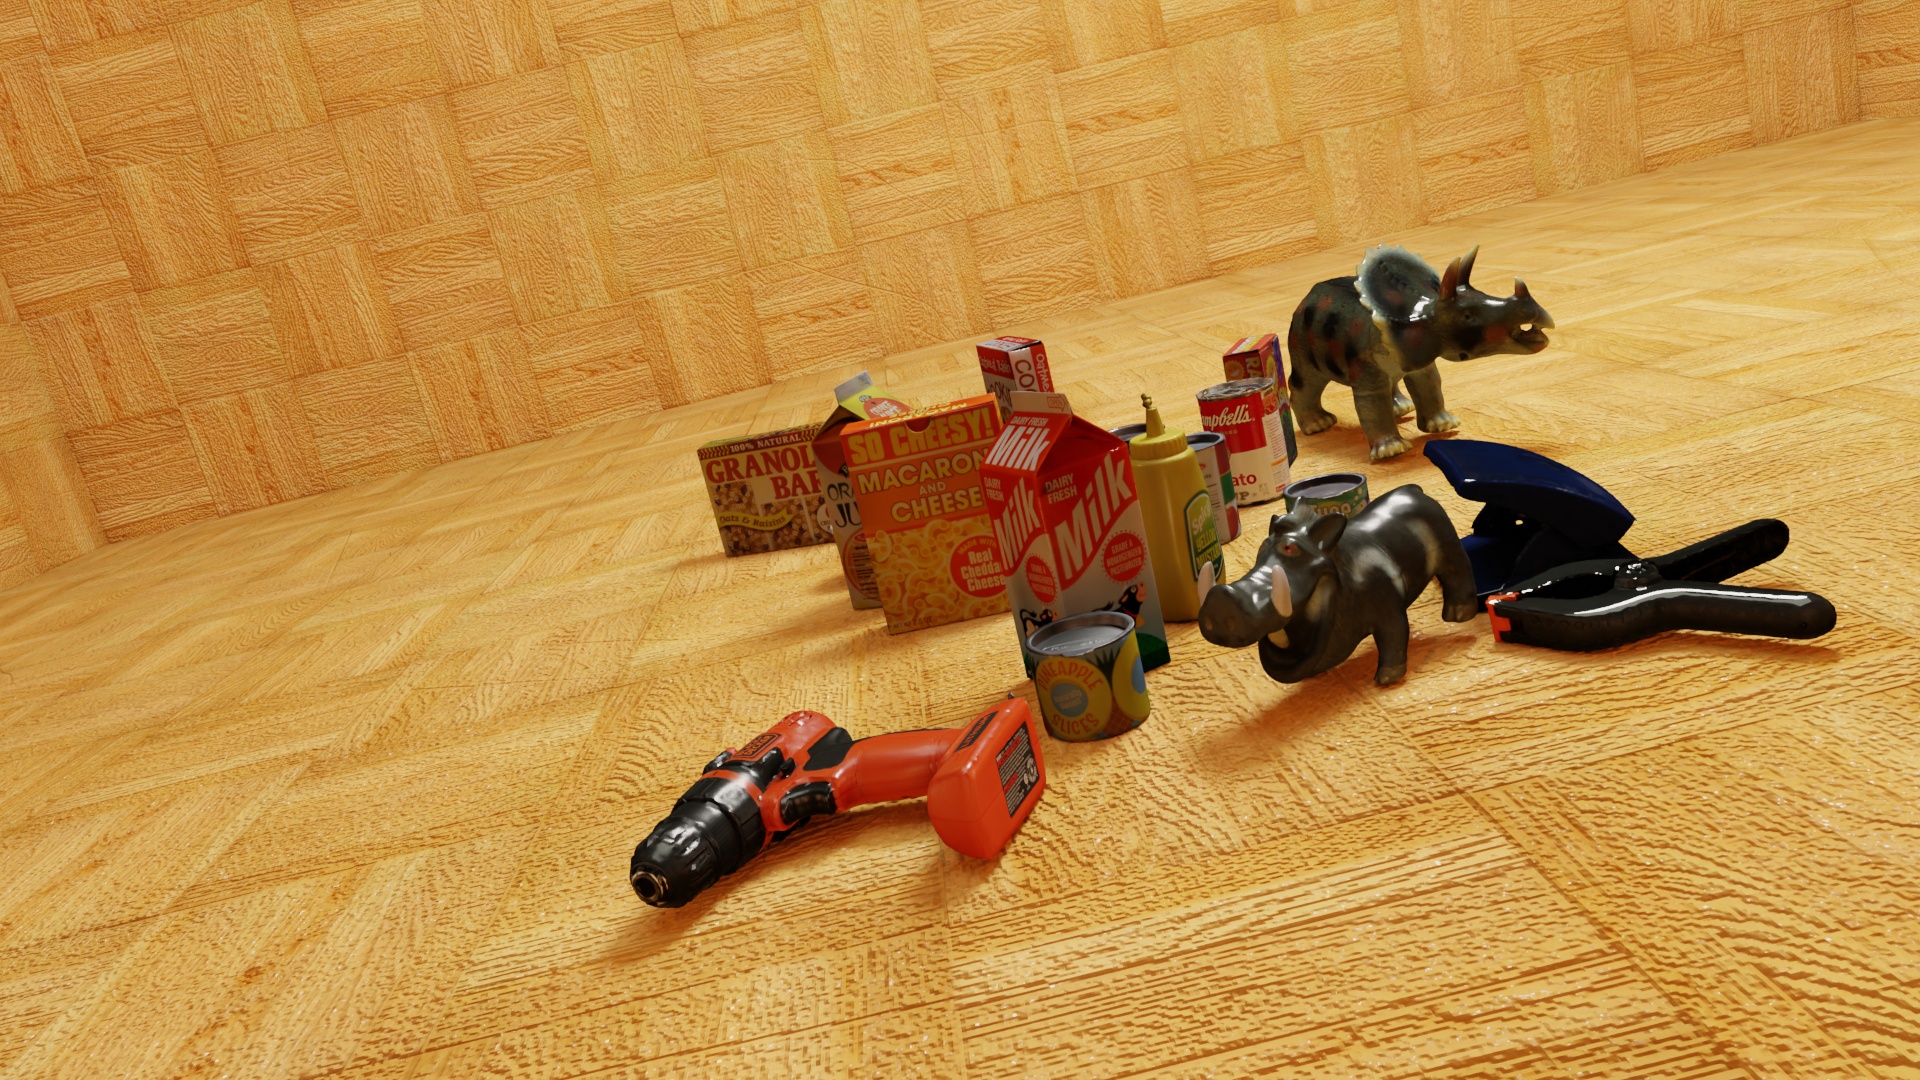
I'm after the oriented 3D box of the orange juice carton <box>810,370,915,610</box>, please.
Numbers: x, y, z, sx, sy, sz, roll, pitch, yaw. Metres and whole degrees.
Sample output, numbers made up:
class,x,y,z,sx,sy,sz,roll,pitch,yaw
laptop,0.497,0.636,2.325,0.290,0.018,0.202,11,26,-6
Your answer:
class,x,y,z,sx,sy,sz,roll,pitch,yaw
orange juice carton,-0.069,-0.045,1.177,0.073,0.192,0.072,-8,15,24

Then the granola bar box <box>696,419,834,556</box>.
class,x,y,z,sx,sy,sz,roll,pitch,yaw
granola bar box,-0.184,-0.055,1.468,0.165,0.124,0.039,-8,15,21

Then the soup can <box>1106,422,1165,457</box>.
class,x,y,z,sx,sy,sz,roll,pitch,yaw
soup can,0.158,-0.056,1.233,0.071,0.083,0.071,-13,14,3

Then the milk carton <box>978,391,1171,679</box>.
class,x,y,z,sx,sy,sz,roll,pitch,yaw
milk carton,0.069,-0.003,0.891,0.074,0.190,0.072,-20,15,-25

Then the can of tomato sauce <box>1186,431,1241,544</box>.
class,x,y,z,sx,sy,sz,roll,pitch,yaw
can of tomato sauce,0.192,-0.041,1.143,0.071,0.083,0.071,-13,14,3

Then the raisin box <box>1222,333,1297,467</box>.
class,x,y,z,sx,sy,sz,roll,pitch,yaw
raisin box,0.283,-0.126,1.307,0.040,0.123,0.086,-7,15,26

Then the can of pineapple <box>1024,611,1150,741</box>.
class,x,y,z,sx,sy,sz,roll,pitch,yaw
can of pineapple,0.076,0.081,0.828,0.071,0.057,0.071,-13,14,3

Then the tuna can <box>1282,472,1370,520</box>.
class,x,y,z,sx,sy,sz,roll,pitch,yaw
tuna can,0.293,-0.029,1.106,0.071,0.032,0.071,-13,14,3

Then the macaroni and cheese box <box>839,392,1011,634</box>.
class,x,y,z,sx,sy,sz,roll,pitch,yaw
macaroni and cheese box,-0.014,-0.020,1.083,0.124,0.166,0.040,-12,14,6

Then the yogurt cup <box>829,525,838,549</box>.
class,x,y,z,sx,sy,sz,roll,pitch,yaw
yogurt cup,-0.082,0.005,1.281,0.072,0.053,0.072,-13,14,3

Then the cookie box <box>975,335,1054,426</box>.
class,x,y,z,sx,sy,sz,roll,pitch,yaw
cookie box,0.066,-0.118,1.389,0.040,0.167,0.123,-16,14,-11

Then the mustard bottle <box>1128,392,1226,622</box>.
class,x,y,z,sx,sy,sz,roll,pitch,yaw
mustard bottle,0.145,-0.025,0.966,0.049,0.159,0.065,-3,17,37
